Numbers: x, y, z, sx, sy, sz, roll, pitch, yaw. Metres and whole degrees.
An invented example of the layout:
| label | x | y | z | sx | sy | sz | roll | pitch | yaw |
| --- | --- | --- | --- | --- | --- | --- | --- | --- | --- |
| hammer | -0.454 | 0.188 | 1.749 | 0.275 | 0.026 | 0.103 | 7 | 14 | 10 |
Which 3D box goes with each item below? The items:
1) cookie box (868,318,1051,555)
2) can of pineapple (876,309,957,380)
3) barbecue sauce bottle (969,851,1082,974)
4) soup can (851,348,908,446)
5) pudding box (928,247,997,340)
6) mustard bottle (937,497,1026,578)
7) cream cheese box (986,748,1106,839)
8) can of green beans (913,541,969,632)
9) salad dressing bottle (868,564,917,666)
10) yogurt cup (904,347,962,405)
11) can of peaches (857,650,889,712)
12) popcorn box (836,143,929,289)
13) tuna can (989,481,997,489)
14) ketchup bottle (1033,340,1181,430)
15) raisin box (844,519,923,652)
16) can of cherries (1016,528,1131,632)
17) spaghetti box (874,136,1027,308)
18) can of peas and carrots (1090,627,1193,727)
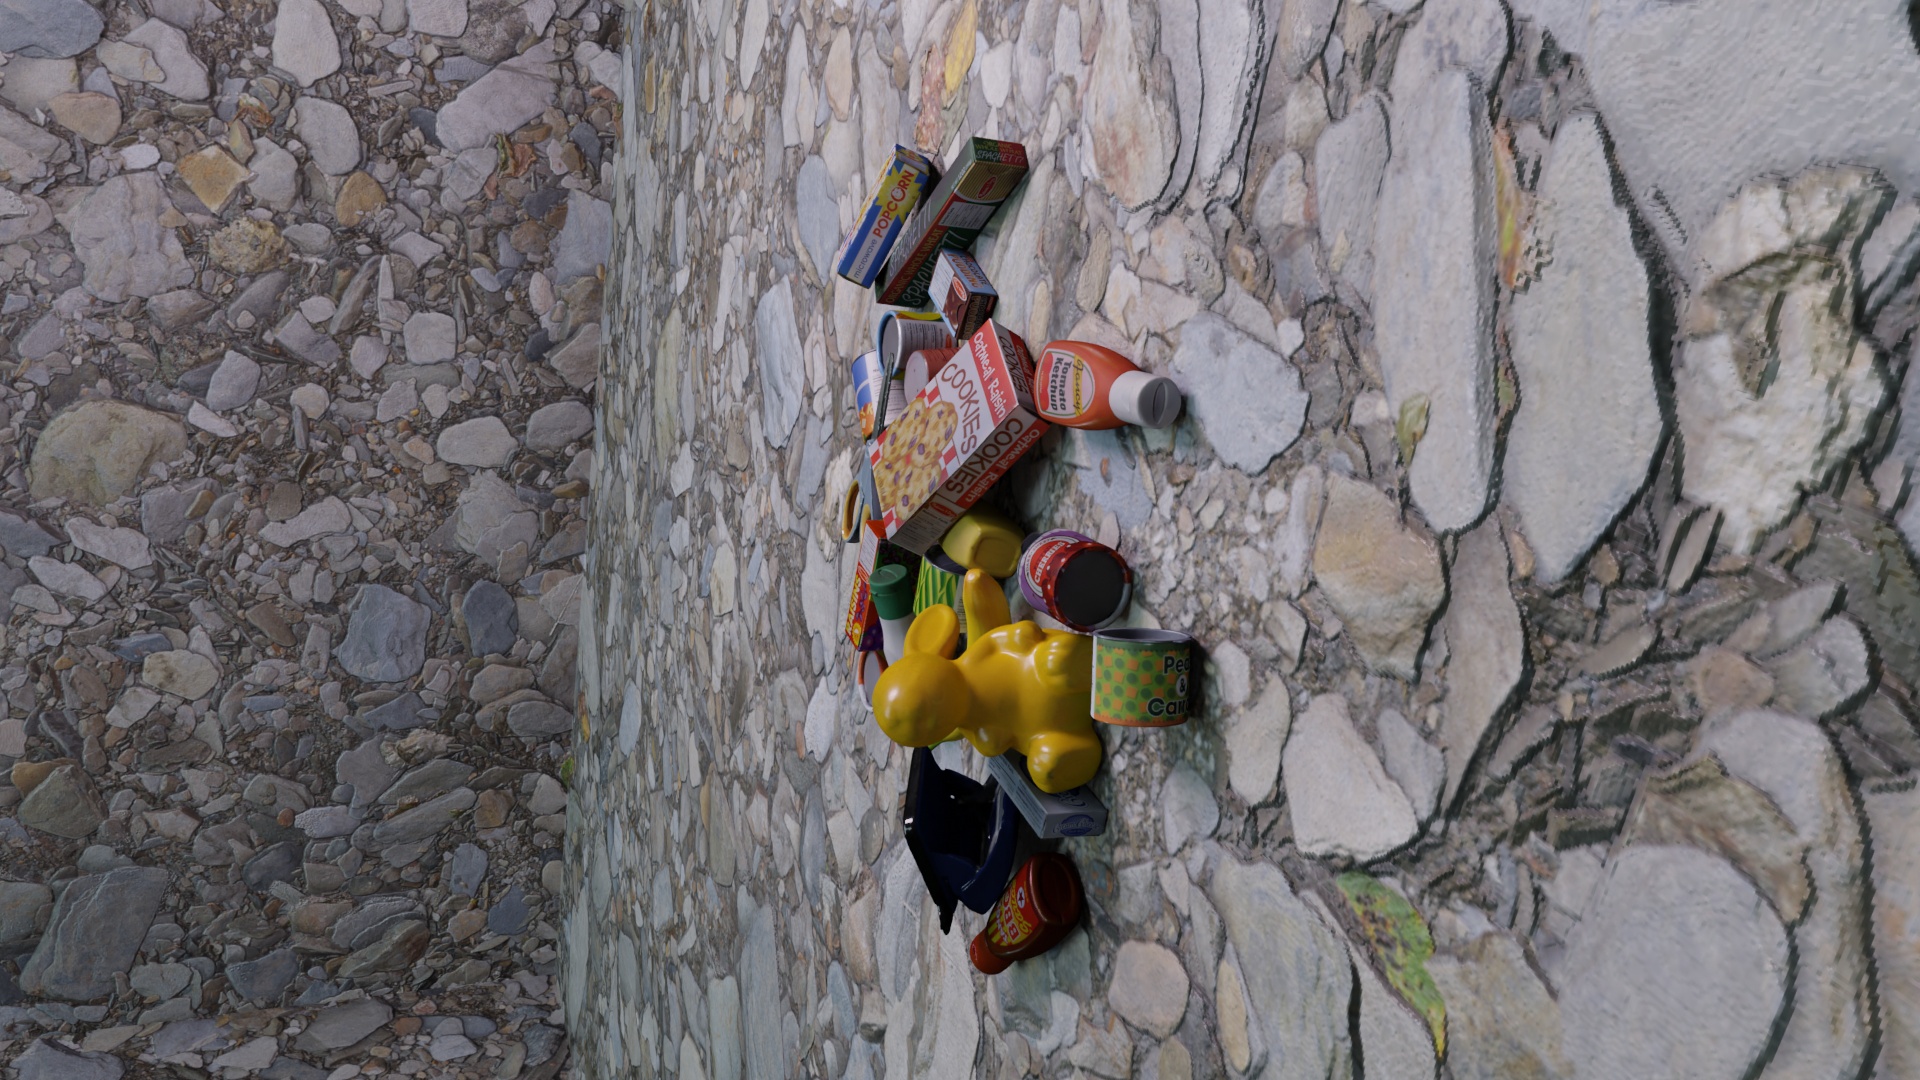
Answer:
| label | x | y | z | sx | sy | sz | roll | pitch | yaw |
| --- | --- | --- | --- | --- | --- | --- | --- | --- | --- |
| cookie box | -0.003 | -0.086 | 1.157 | 0.167 | 0.040 | 0.123 | -45 | 37 | 26 |
| can of pineapple | -0.043 | -0.183 | 1.313 | 0.071 | 0.058 | 0.071 | -179 | 89 | -66 |
| barbecue sauce bottle | 0.049 | 0.307 | 1.116 | 0.147 | 0.044 | 0.065 | 120 | 148 | -48 |
| soup can | -0.069 | -0.136 | 1.361 | 0.071 | 0.071 | 0.084 | 133 | 131 | -57 |
| pudding box | 0.001 | -0.221 | 1.251 | 0.084 | 0.030 | 0.049 | -117 | 37 | -45 |
| mustard bottle | 0.004 | -0.015 | 1.202 | 0.048 | 0.065 | 0.160 | -68 | 24 | 12 |
| cream cheese box | 0.065 | 0.192 | 1.071 | 0.104 | 0.053 | 0.024 | -135 | 52 | -57 |
| can of green beans | -0.005 | 0.040 | 1.215 | 0.071 | 0.071 | 0.057 | -130 | 45 | -55 |
| salad dressing bottle | -0.048 | 0.093 | 1.268 | 0.064 | 0.044 | 0.147 | 26 | 138 | 52 |
| yogurt cup | -0.017 | -0.144 | 1.259 | 0.072 | 0.054 | 0.072 | -179 | 89 | -65 |
| can of peaches | -0.062 | 0.131 | 1.349 | 0.071 | 0.058 | 0.071 | -179 | 89 | -66 |
| popcorn box | -0.076 | -0.314 | 1.343 | 0.126 | 0.038 | 0.085 | -59 | 14 | 20 |
| tuna can | 0.011 | -0.080 | 1.222 | 0.071 | 0.033 | 0.071 | -178 | 89 | -66 |
| ketchup bottle | 0.105 | -0.108 | 1.002 | 0.149 | 0.043 | 0.064 | -154 | 67 | -63 |
| raisin box | -0.054 | 0.042 | 1.298 | 0.040 | 0.086 | 0.122 | 48 | 132 | 50 |
| can of cherries | 0.081 | 0.028 | 1.018 | 0.058 | 0.071 | 0.071 | -152 | 65 | -63 |
| spaghetti box | -0.015 | -0.283 | 1.264 | 0.249 | 0.050 | 0.029 | 139 | 128 | -59 |
| can of peas and carrots | 0.123 | 0.091 | 0.933 | 0.071 | 0.071 | 0.058 | -170 | 81 | -65 |
